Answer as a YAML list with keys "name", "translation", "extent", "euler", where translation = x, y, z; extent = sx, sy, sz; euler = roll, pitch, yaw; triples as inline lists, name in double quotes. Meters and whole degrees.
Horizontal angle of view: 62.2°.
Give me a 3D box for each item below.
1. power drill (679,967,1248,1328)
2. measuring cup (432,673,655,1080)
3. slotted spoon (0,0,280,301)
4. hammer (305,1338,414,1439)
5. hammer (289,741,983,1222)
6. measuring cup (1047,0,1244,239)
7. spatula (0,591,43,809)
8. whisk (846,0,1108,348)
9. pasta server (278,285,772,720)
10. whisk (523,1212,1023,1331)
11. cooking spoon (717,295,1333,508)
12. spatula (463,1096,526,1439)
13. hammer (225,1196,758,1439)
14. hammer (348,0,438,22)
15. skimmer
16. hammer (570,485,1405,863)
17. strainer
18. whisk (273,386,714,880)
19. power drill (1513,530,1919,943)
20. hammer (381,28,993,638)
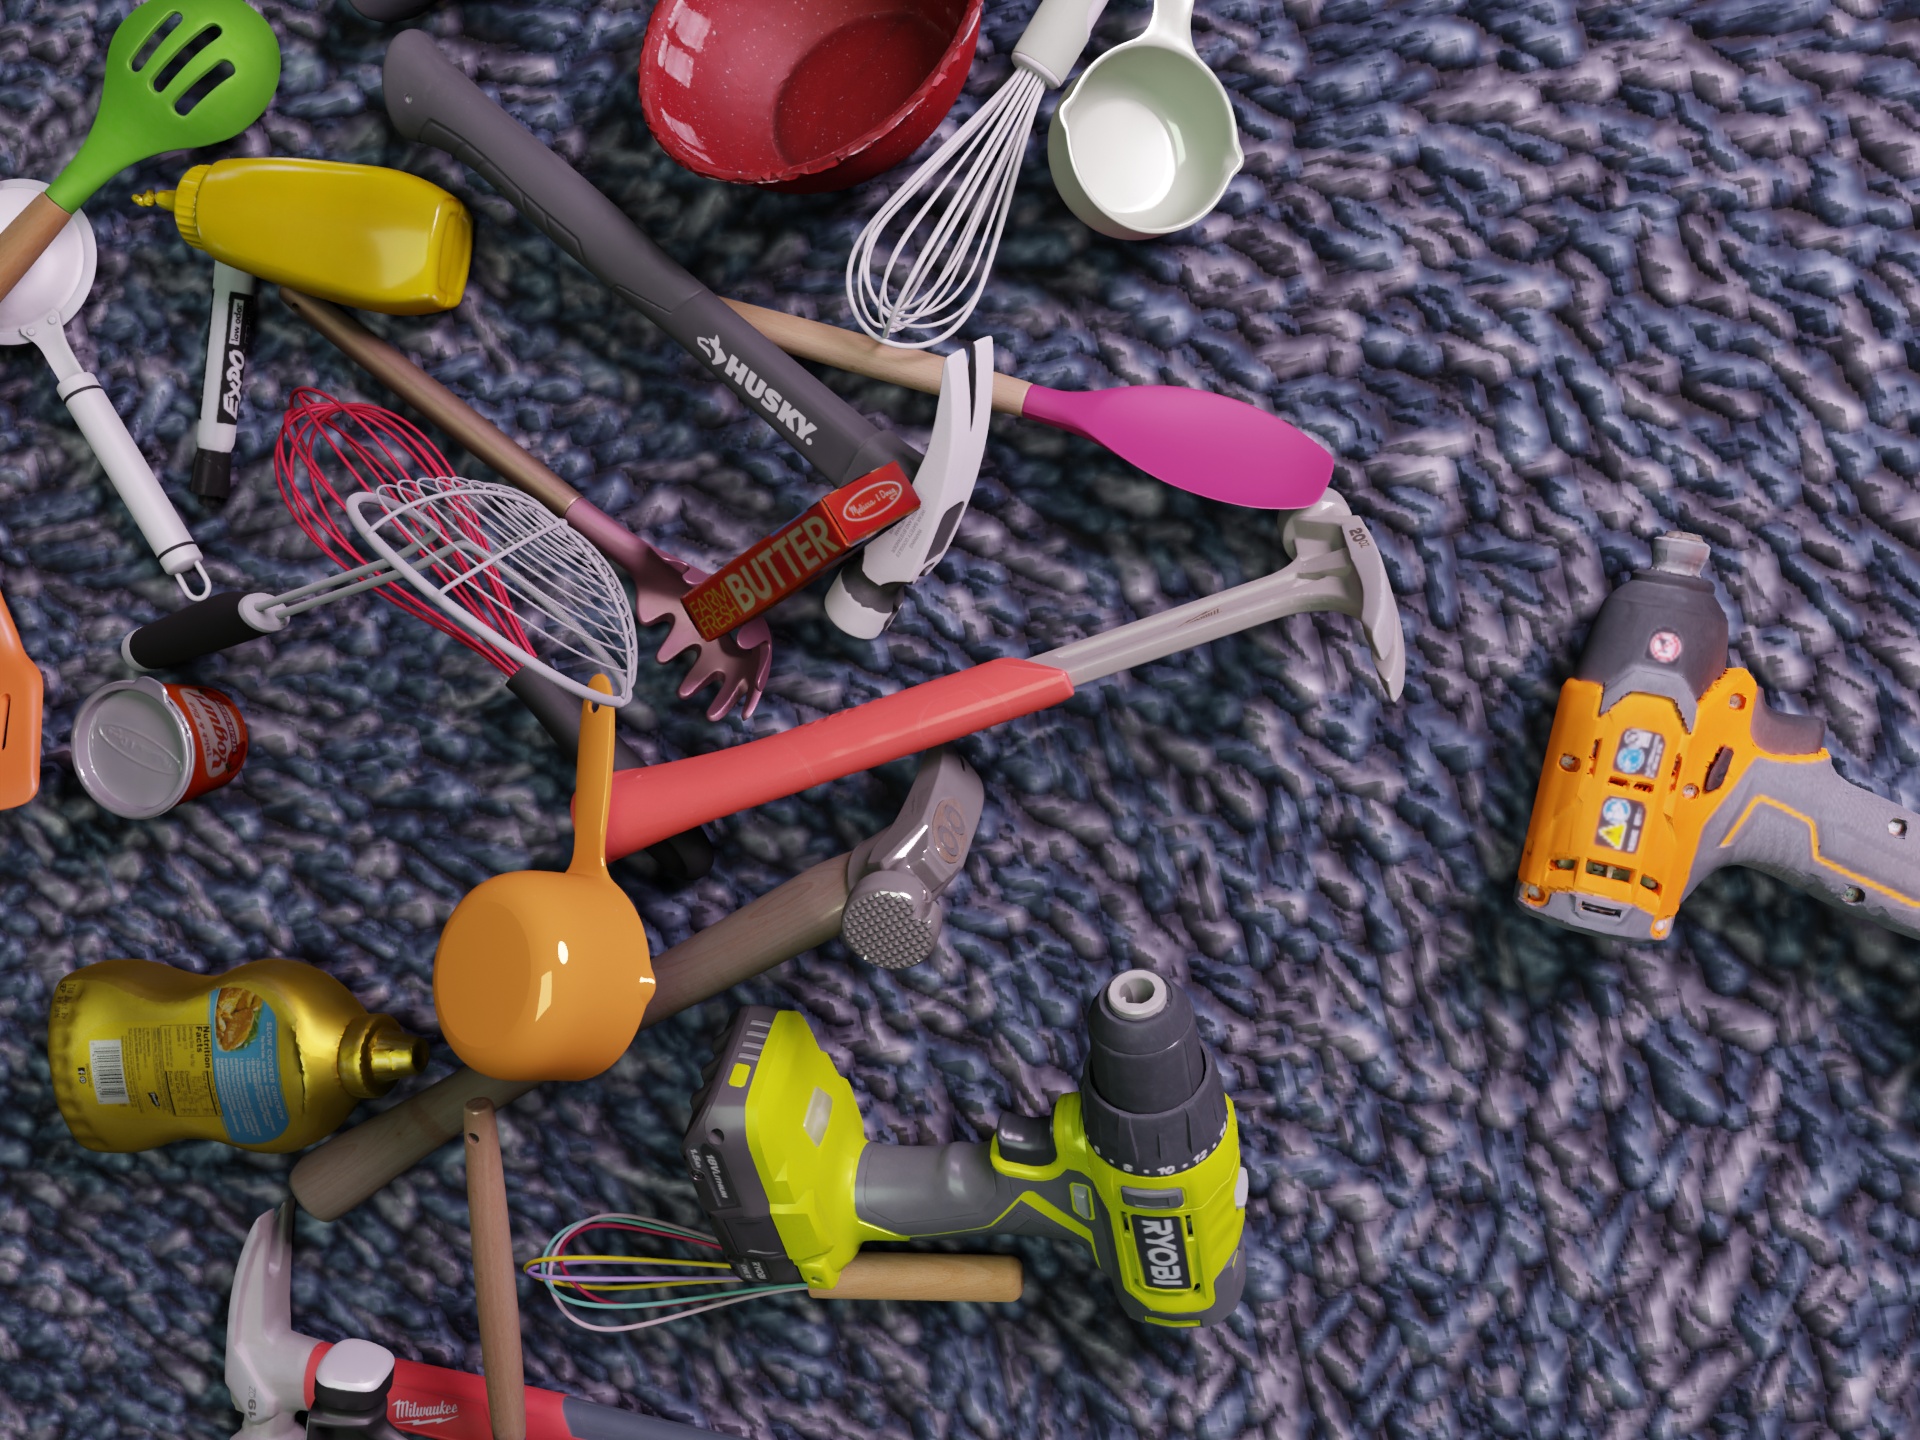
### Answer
- name: "power drill"
  translation: [0.005, 0.178, 0.678]
  extent: [0.228, 0.080, 0.190]
  euler: [-2, 128, 15]
- name: "measuring cup"
  translation: [-0.174, 0.064, 0.662]
  extent: [0.095, 0.052, 0.174]
  euler: [1, 84, 36]
- name: "slotted spoon"
  translation: [-0.444, -0.225, 0.756]
  extent: [0.070, 0.031, 0.314]
  euler: [43, 91, -12]
- name: "hammer"
  translation: [-0.137, 0.379, 0.731]
  extent: [0.337, 0.034, 0.127]
  euler: [13, 110, 3]
- name: "hammer"
  translation: [-0.163, 0.134, 0.739]
  extent: [0.410, 0.146, 0.038]
  euler: [-30, 108, 23]
- name: "measuring cup"
  translation: [0.079, -0.283, 0.660]
  extent: [0.083, 0.038, 0.167]
  euler: [8, 91, -18]
- name: "spatula"
  translation: [-0.515, -0.114, 0.813]
  extent: [0.081, 0.041, 0.322]
  euler: [-5, 94, 14]
- name: "whisk"
  translation: [0.028, -0.268, 0.675]
  extent: [0.059, 0.058, 0.246]
  euler: [33, 97, 4]
- name: "pasta server"
  translation: [-0.207, -0.112, 0.747]
  extent: [0.316, 0.040, 0.060]
  euler: [38, 135, 8]
- name: "whisk"
  translation: [-0.091, 0.265, 0.764]
  extent: [0.245, 0.051, 0.047]
  euler: [-2, 116, 9]
- name: "cooking spoon"
  translation: [0.006, -0.147, 0.698]
  extent: [0.319, 0.069, 0.017]
  euler: [19, 140, 13]
- name: "spatula"
  translation: [-0.211, 0.316, 0.746]
  extent: [0.060, 0.018, 0.315]
  euler: [4, 109, 10]
- name: "hammer"
  translation: [-0.187, 0.341, 0.790]
  extent: [0.386, 0.038, 0.143]
  euler: [7, 96, 12]
- name: "hammer"
  translation: [-0.087, -0.370, 0.659]
  extent: [0.409, 0.149, 0.036]
  euler: [-11, 108, 20]
- name: "skimmer"
  translation: [-0.280, -0.032, 0.688]
  extent: [0.363, 0.127, 0.090]
  euler: [-9, 60, 37]
- name: "hammer"
  translation: [-0.001, -0.002, 0.658]
  extent: [0.359, 0.149, 0.036]
  euler: [-19, 116, 14]
- name: "strainer"
  translation: [-0.443, -0.173, 0.793]
  extent: [0.087, 0.050, 0.258]
  euler: [-30, 92, -1]
- name: "whisk"
  translation: [-0.217, -0.039, 0.747]
  extent: [0.073, 0.073, 0.296]
  euler: [-40, 93, 13]
- name: "power drill"
  translation: [0.348, 0.022, 0.619]
  extent: [0.226, 0.084, 0.164]
  euler: [12, 98, 15]
- name: "hammer"
  translation: [-0.128, -0.192, 0.696]
  extent: [0.335, 0.035, 0.146]
  euler: [42, 131, 7]
